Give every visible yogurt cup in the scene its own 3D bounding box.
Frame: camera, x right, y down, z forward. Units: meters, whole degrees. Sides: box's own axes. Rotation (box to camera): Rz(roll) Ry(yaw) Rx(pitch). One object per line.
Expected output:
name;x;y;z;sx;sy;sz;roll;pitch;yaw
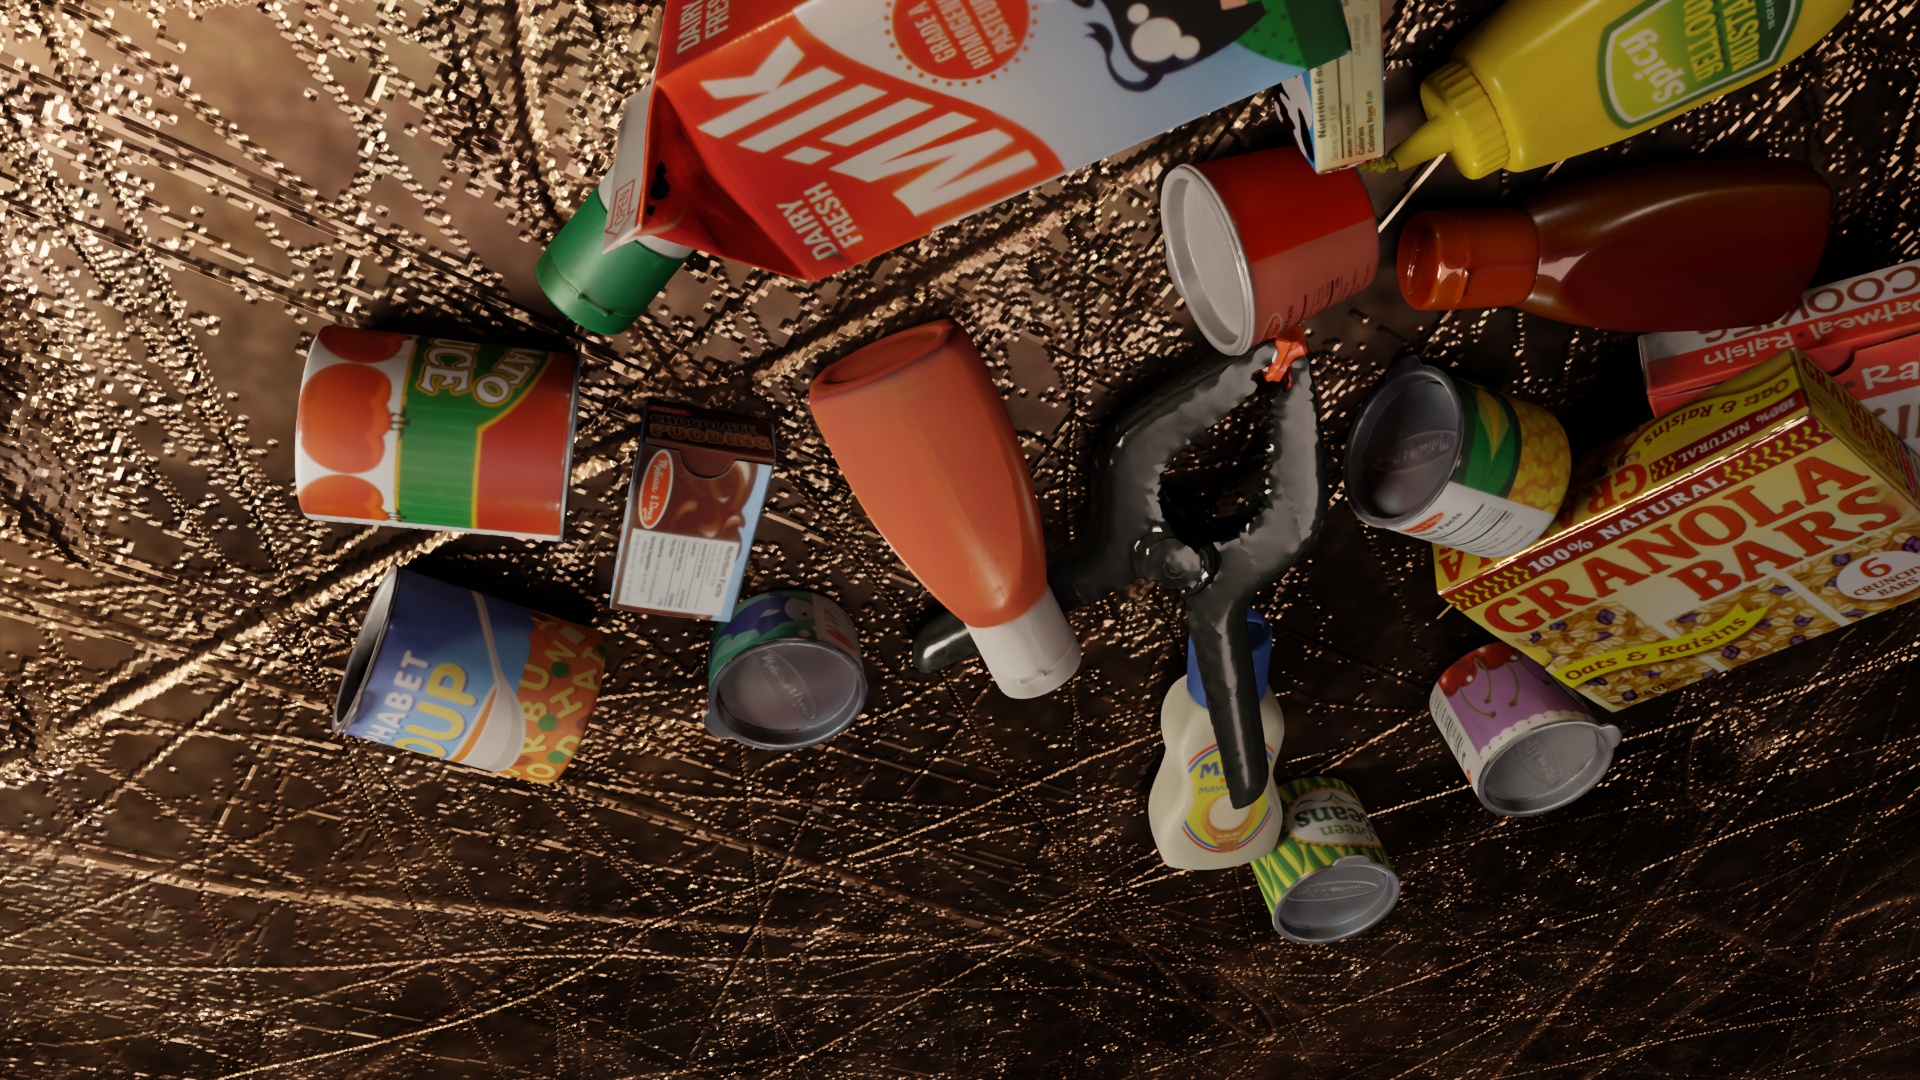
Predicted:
yogurt cup;0.107;-0.104;0.479;0.054;0.073;0.072;-20;130;-5

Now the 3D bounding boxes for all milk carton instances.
milk carton;-0.009;-0.131;0.351;0.190;0.073;0.073;-19;138;18

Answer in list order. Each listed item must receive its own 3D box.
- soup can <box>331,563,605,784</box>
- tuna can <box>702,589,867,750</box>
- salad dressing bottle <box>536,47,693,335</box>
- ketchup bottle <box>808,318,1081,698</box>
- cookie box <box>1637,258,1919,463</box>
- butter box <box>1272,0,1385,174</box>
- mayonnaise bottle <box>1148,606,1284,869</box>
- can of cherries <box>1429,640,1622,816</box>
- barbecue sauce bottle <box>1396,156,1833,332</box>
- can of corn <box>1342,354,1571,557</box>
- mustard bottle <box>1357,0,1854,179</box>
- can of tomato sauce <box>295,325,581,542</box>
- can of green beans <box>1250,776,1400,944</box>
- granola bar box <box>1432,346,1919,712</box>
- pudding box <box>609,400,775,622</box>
soup can;-0.191;0.056;0.541;0.084;0.072;0.071;22;121;-27
tuna can;-0.076;0.056;0.590;0.071;0.033;0.070;-6;129;-7
salad dressing bottle;-0.078;-0.127;0.435;0.064;0.044;0.147;32;118;-32
ketchup bottle;0.002;-0.007;0.526;0.064;0.044;0.148;-21;116;13
cookie box;0.368;-0.035;0.578;0.122;0.040;0.167;-16;134;30
butter box;0.111;-0.173;0.430;0.024;0.053;0.103;-14;129;3
mayonnaise bottle;0.123;0.095;0.658;0.065;0.041;0.147;-7;129;-3
can of cherries;0.273;0.089;0.674;0.071;0.059;0.071;-5;129;-7
barbecue sauce bottle;0.240;-0.107;0.517;0.149;0.044;0.064;-5;129;-7
can of corn;0.198;-0.033;0.556;0.058;0.071;0.070;14;124;-23
mustard bottle;0.209;-0.161;0.462;0.160;0.049;0.065;-28;127;11
can of tomato sauce;-0.174;-0.038;0.473;0.083;0.071;0.070;5;127;-15
can of green beans;0.184;0.164;0.716;0.071;0.058;0.071;-6;130;-7
granola bar box;0.304;0.005;0.578;0.124;0.039;0.165;30;139;-22
pudding box;-0.103;-0.009;0.533;0.050;0.030;0.083;9;126;-17
